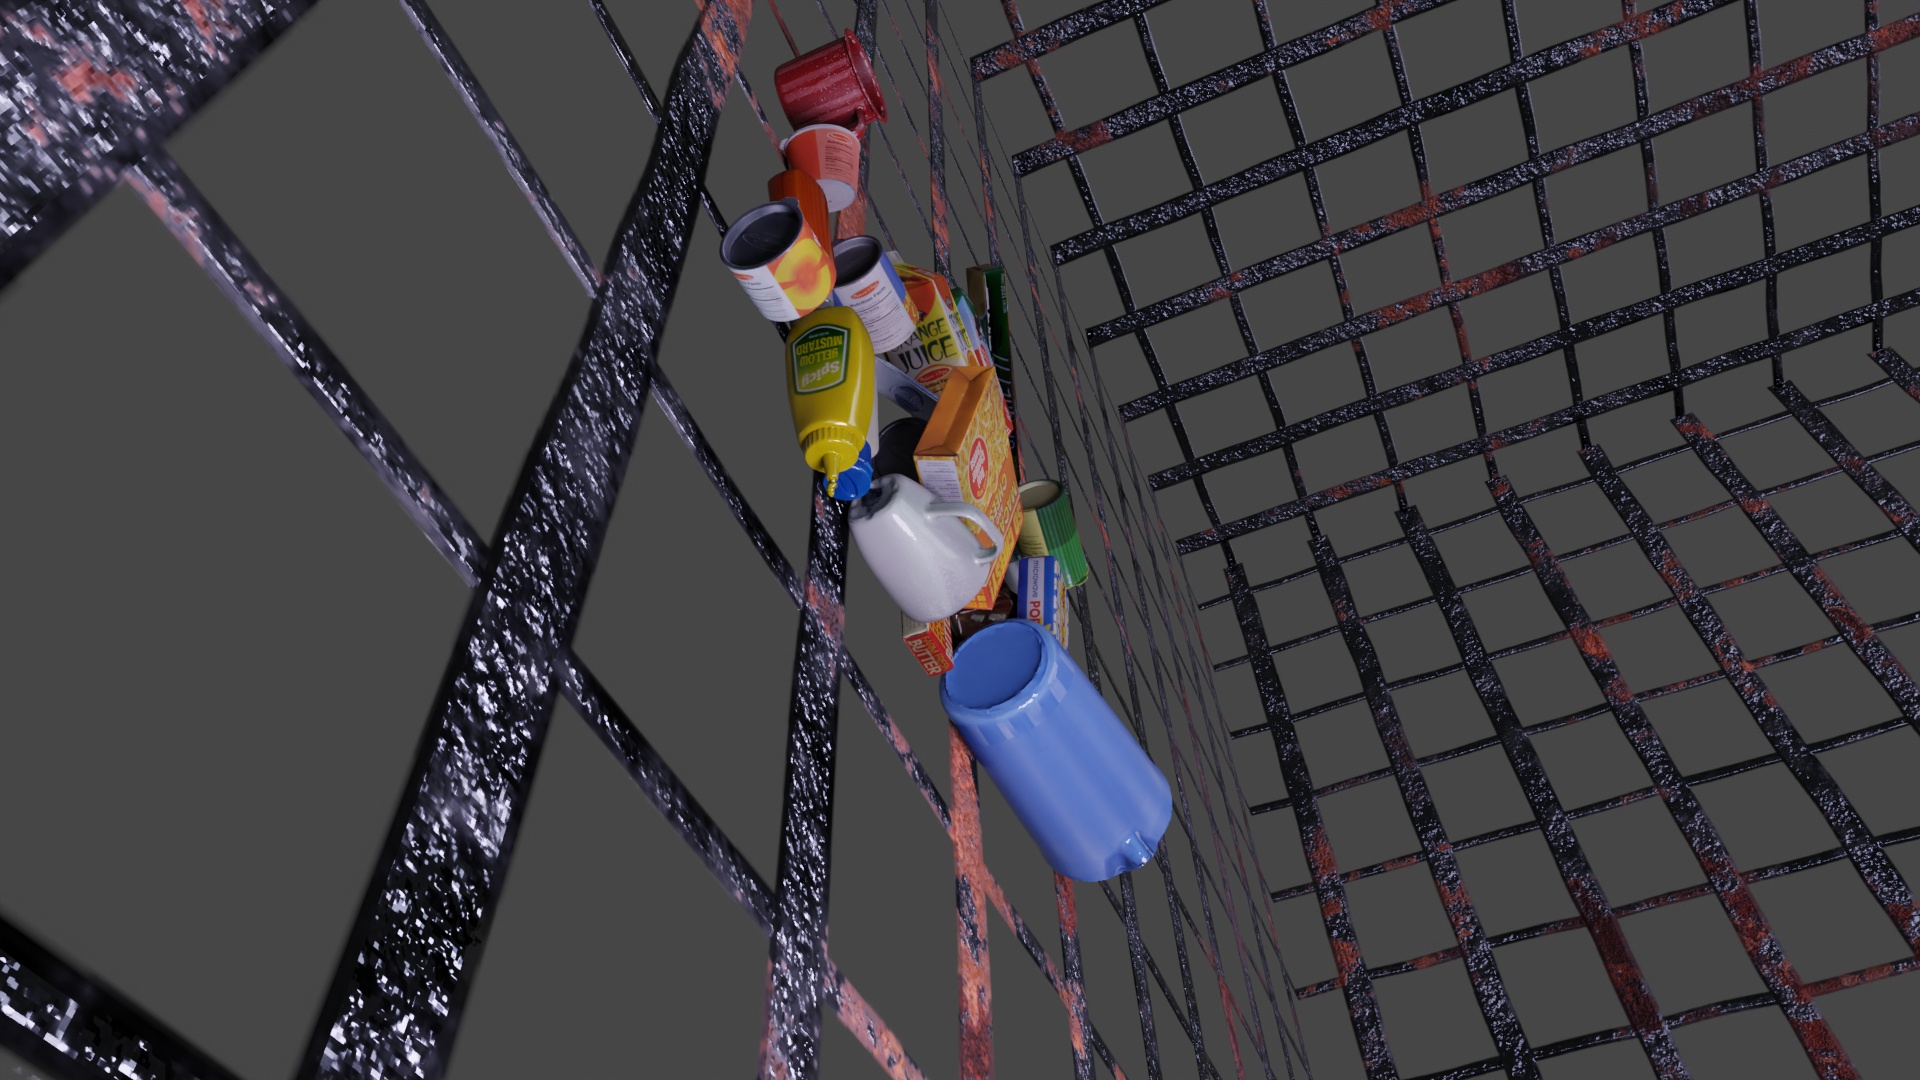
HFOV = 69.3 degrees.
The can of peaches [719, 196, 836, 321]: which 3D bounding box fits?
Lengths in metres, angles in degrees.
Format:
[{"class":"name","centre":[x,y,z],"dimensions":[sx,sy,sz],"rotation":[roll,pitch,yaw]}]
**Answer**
[{"class":"can of peaches","centre":[-0.129,-0.202,1.002],"dimensions":[0.058,0.071,0.071],"rotation":[57,18,-49]}]

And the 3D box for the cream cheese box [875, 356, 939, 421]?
[{"class":"cream cheese box","centre":[-0.039,-0.127,1.248],"dimensions":[0.104,0.024,0.053],"rotation":[35,8,10]}]

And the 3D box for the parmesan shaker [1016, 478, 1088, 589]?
[{"class":"parmesan shaker","centre":[0.093,-0.005,1.459],"dimensions":[0.071,0.071,0.102],"rotation":[-88,162,-59]}]

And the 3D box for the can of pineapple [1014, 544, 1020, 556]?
[{"class":"can of pineapple","centre":[0.058,-0.016,1.530],"dimensions":[0.071,0.058,0.071],"rotation":[-21,91,-77]}]

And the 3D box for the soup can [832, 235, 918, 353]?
[{"class":"soup can","centre":[-0.083,-0.218,1.229],"dimensions":[0.083,0.071,0.072],"rotation":[58,17,-45]}]

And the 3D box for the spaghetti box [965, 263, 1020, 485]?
[{"class":"spaghetti box","centre":[0.038,-0.182,1.559],"dimensions":[0.050,0.029,0.249],"rotation":[-148,-131,-62]}]

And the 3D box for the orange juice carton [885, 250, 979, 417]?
[{"class":"orange juice carton","centre":[-0.034,-0.198,1.387],"dimensions":[0.072,0.073,0.192],"rotation":[-53,122,-75]}]

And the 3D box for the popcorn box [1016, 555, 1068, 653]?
[{"class":"popcorn box","centre":[0.078,0.089,1.314],"dimensions":[0.085,0.038,0.127],"rotation":[71,19,-54]}]

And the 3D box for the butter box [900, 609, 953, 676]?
[{"class":"butter box","centre":[-0.029,0.056,1.138],"dimensions":[0.104,0.024,0.053],"rotation":[-96,161,-47]}]

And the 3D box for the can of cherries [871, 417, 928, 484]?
[{"class":"can of cherries","centre":[-0.039,-0.064,1.193],"dimensions":[0.058,0.071,0.071],"rotation":[41,31,-67]}]

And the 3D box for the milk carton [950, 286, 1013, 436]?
[{"class":"milk carton","centre":[0.002,-0.164,1.482],"dimensions":[0.072,0.073,0.191],"rotation":[31,41,-74]}]

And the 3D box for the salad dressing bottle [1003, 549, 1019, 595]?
[{"class":"salad dressing bottle","centre":[0.057,0.060,1.452],"dimensions":[0.064,0.044,0.147],"rotation":[-17,86,-76]}]

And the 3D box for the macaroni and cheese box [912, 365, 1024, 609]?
[{"class":"macaroni and cheese box","centre":[0.010,-0.044,1.164],"dimensions":[0.124,0.040,0.165],"rotation":[-68,154,-45]}]

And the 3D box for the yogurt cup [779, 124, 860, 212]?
[{"class":"yogurt cup","centre":[-0.122,-0.330,1.242],"dimensions":[0.072,0.072,0.054],"rotation":[43,38,-65]}]

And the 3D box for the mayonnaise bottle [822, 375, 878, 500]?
[{"class":"mayonnaise bottle","centre":[-0.089,-0.094,1.079],"dimensions":[0.149,0.041,0.064],"rotation":[-95,159,-46]}]

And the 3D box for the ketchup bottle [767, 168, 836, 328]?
[{"class":"ketchup bottle","centre":[-0.125,-0.229,1.119],"dimensions":[0.064,0.043,0.149],"rotation":[52,22,-52]}]

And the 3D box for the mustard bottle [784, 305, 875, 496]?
[{"class":"mustard bottle","centre":[-0.094,-0.100,1.015],"dimensions":[0.048,0.065,0.161],"rotation":[61,19,-52]}]
